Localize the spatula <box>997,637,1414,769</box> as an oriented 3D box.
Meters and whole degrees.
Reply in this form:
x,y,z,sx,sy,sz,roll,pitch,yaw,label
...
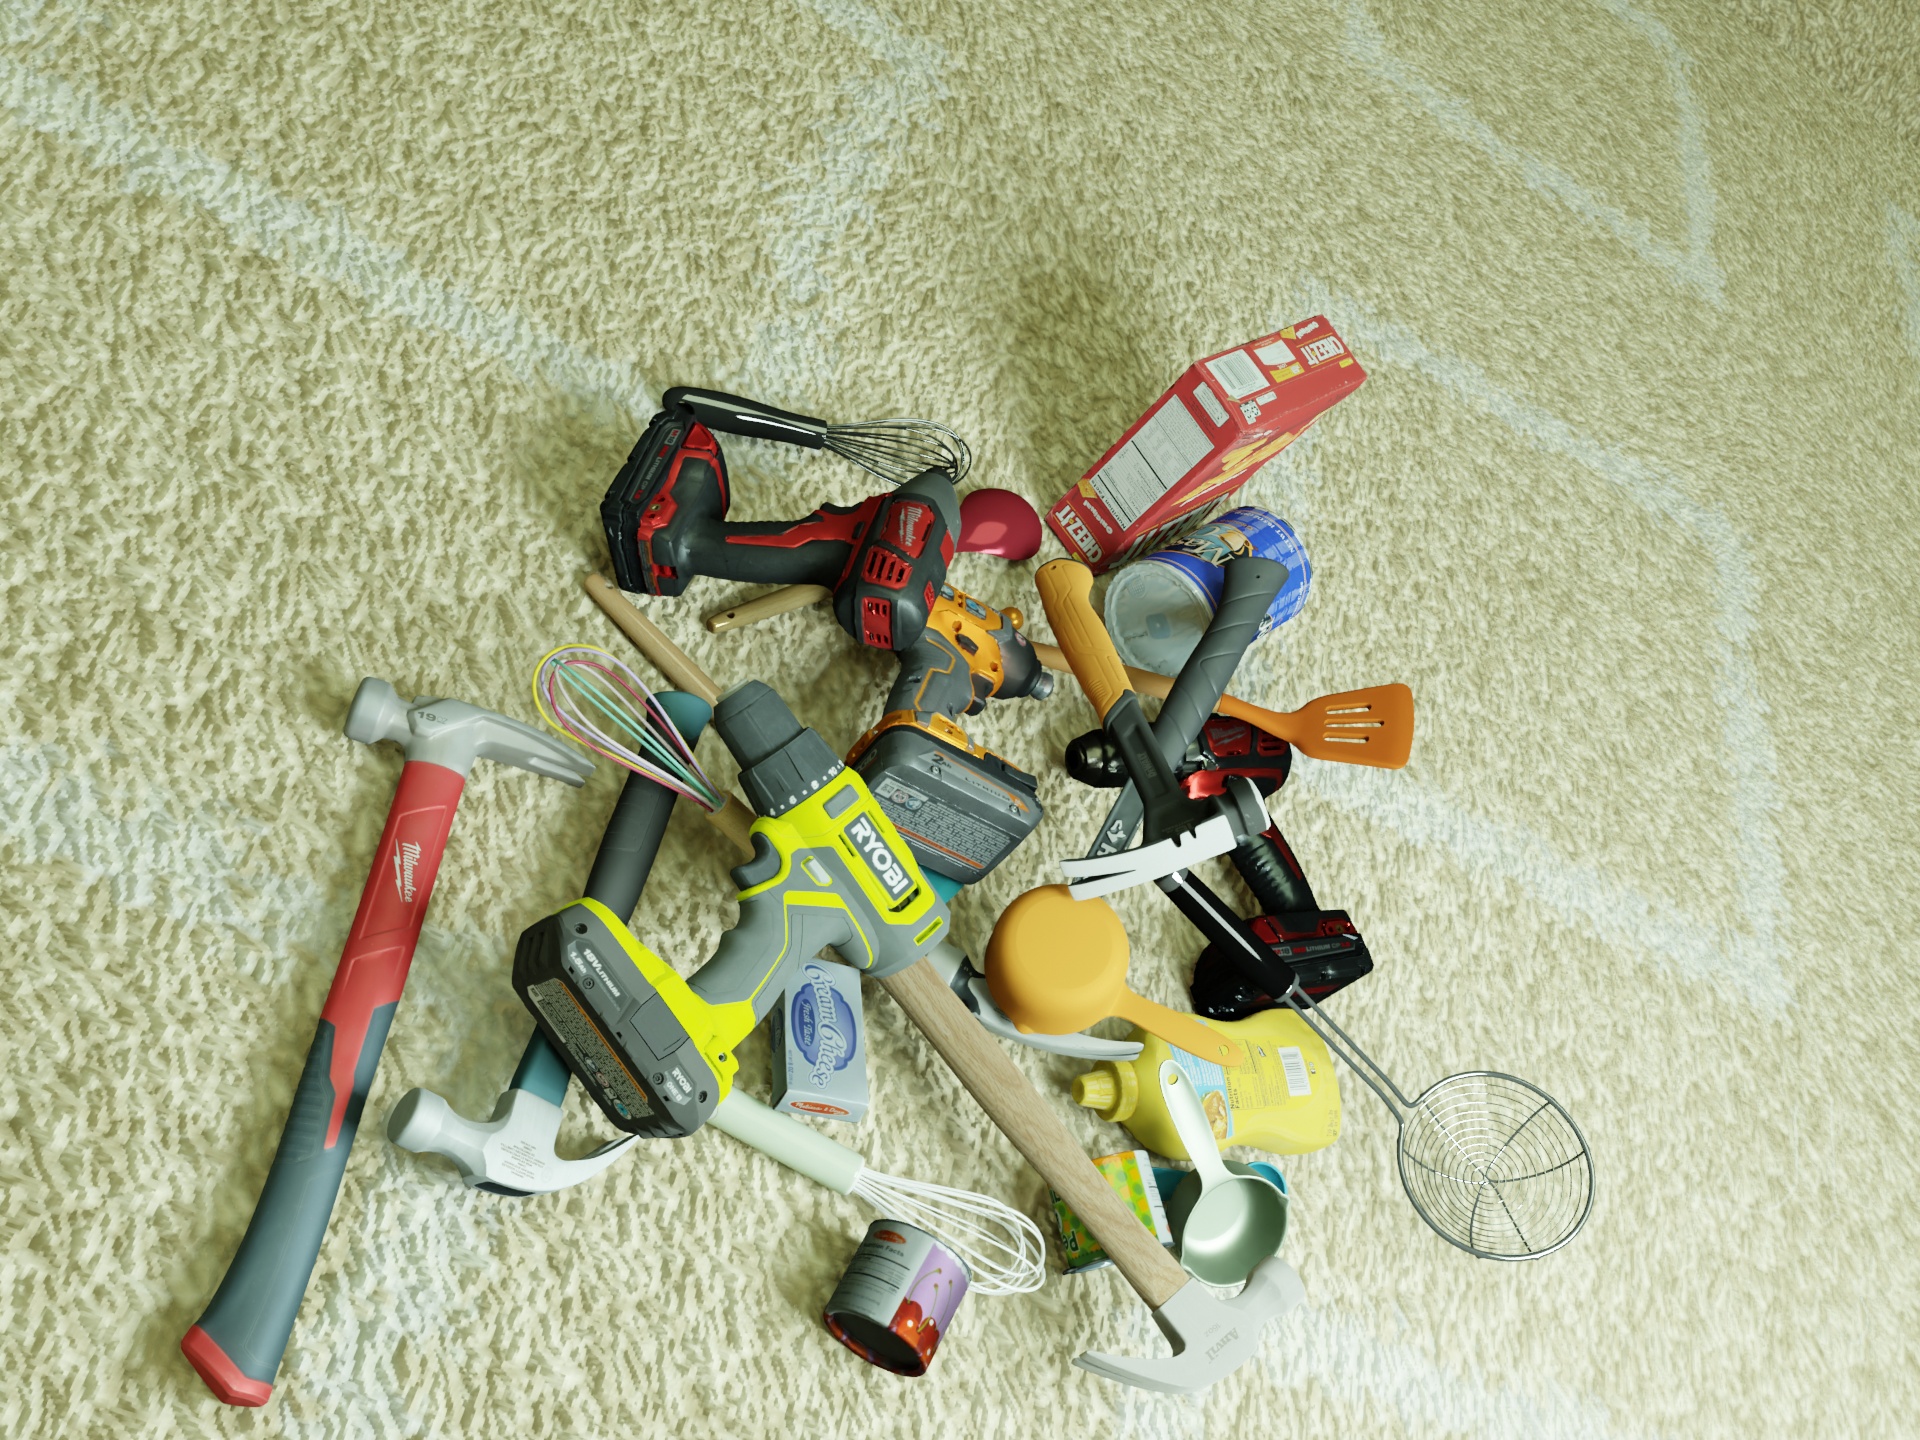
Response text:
x,y,z,sx,sy,sz,roll,pitch,yaw,label
0.169,-0.026,1.167,0.322,0.041,0.081,15,52,2,spatula

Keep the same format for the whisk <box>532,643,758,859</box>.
x,y,z,sx,sy,sz,roll,pitch,yaw,label
-0.163,0.039,0.949,0.244,0.051,0.047,47,61,-33,whisk

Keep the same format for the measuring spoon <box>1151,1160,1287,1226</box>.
x,y,z,sx,sy,sz,roll,pitch,yaw,label
0.153,0.305,1.043,0.128,0.021,0.042,10,81,-15,measuring spoon

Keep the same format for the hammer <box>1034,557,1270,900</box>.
x,y,z,sx,sy,sz,roll,pitch,yaw,label
0.094,-0.014,1.075,0.127,0.034,0.337,-22,36,3,hammer

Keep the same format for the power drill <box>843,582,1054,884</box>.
x,y,z,sx,sy,sz,roll,pitch,yaw,label
-0.002,-0.003,1.068,0.164,0.084,0.227,27,36,-22,power drill

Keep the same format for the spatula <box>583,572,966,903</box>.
x,y,z,sx,sy,sz,roll,pitch,yaw,label
-0.125,0.010,1.037,0.317,0.044,0.082,44,26,2,spatula

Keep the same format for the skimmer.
x,y,z,sx,sy,sz,roll,pitch,yaw,label
0.268,0.211,1.033,0.363,0.090,0.127,44,66,-16,skimmer

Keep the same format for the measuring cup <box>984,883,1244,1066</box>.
x,y,z,sx,sy,sz,roll,pitch,yaw,label
0.098,0.162,0.971,0.173,0.052,0.095,26,64,10,measuring cup

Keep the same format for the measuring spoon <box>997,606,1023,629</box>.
x,y,z,sx,sy,sz,roll,pitch,yaw,label
-0.002,-0.080,1.181,0.116,0.011,0.021,3,62,-29,measuring spoon

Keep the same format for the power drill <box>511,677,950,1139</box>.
x,y,z,sx,sy,sz,roll,pitch,yaw,label
-0.129,0.099,0.884,0.228,0.080,0.190,-39,98,-38,power drill

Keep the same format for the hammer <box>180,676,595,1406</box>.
x,y,z,sx,sy,sz,roll,pitch,yaw,label
-0.305,0.160,0.847,0.143,0.038,0.387,20,54,-21,hammer

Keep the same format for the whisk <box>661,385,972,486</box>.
x,y,z,sx,sy,sz,roll,pitch,yaw,label
-0.103,-0.214,1.181,0.238,0.055,0.055,9,59,-21,whisk

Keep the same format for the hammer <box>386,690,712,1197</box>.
x,y,z,sx,sy,sz,roll,pitch,yaw,label
-0.207,0.113,0.913,0.128,0.033,0.331,39,46,-29,hammer

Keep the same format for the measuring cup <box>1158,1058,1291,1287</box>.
x,y,z,sx,sy,sz,roll,pitch,yaw,label
0.150,0.277,0.997,0.083,0.038,0.167,-27,107,-13,measuring cup

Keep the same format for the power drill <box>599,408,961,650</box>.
x,y,z,sx,sy,sz,roll,pitch,yaw,label
-0.110,-0.129,1.046,0.220,0.078,0.143,13,52,10,power drill

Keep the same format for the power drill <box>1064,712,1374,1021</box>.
x,y,z,sx,sy,sz,roll,pitch,yaw,label
0.181,0.096,1.145,0.187,0.080,0.227,0,60,-30,power drill

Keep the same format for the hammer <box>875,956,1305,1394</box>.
x,y,z,sx,sy,sz,roll,pitch,yaw,label
0.045,0.246,0.936,0.130,0.031,0.331,-31,68,-30,hammer

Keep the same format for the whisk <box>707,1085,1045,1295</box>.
x,y,z,sx,sy,sz,roll,pitch,yaw,label
-0.056,0.269,0.928,0.246,0.057,0.059,31,17,-8,whisk

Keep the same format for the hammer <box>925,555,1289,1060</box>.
x,y,z,sx,sy,sz,roll,pitch,yaw,label
0.130,0.044,1.082,0.149,0.036,0.409,27,65,10,hammer

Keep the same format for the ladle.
x,y,z,sx,sy,sz,roll,pitch,yaw,label
-0.053,-0.116,1.165,0.315,0.031,0.069,-24,73,-36,ladle
